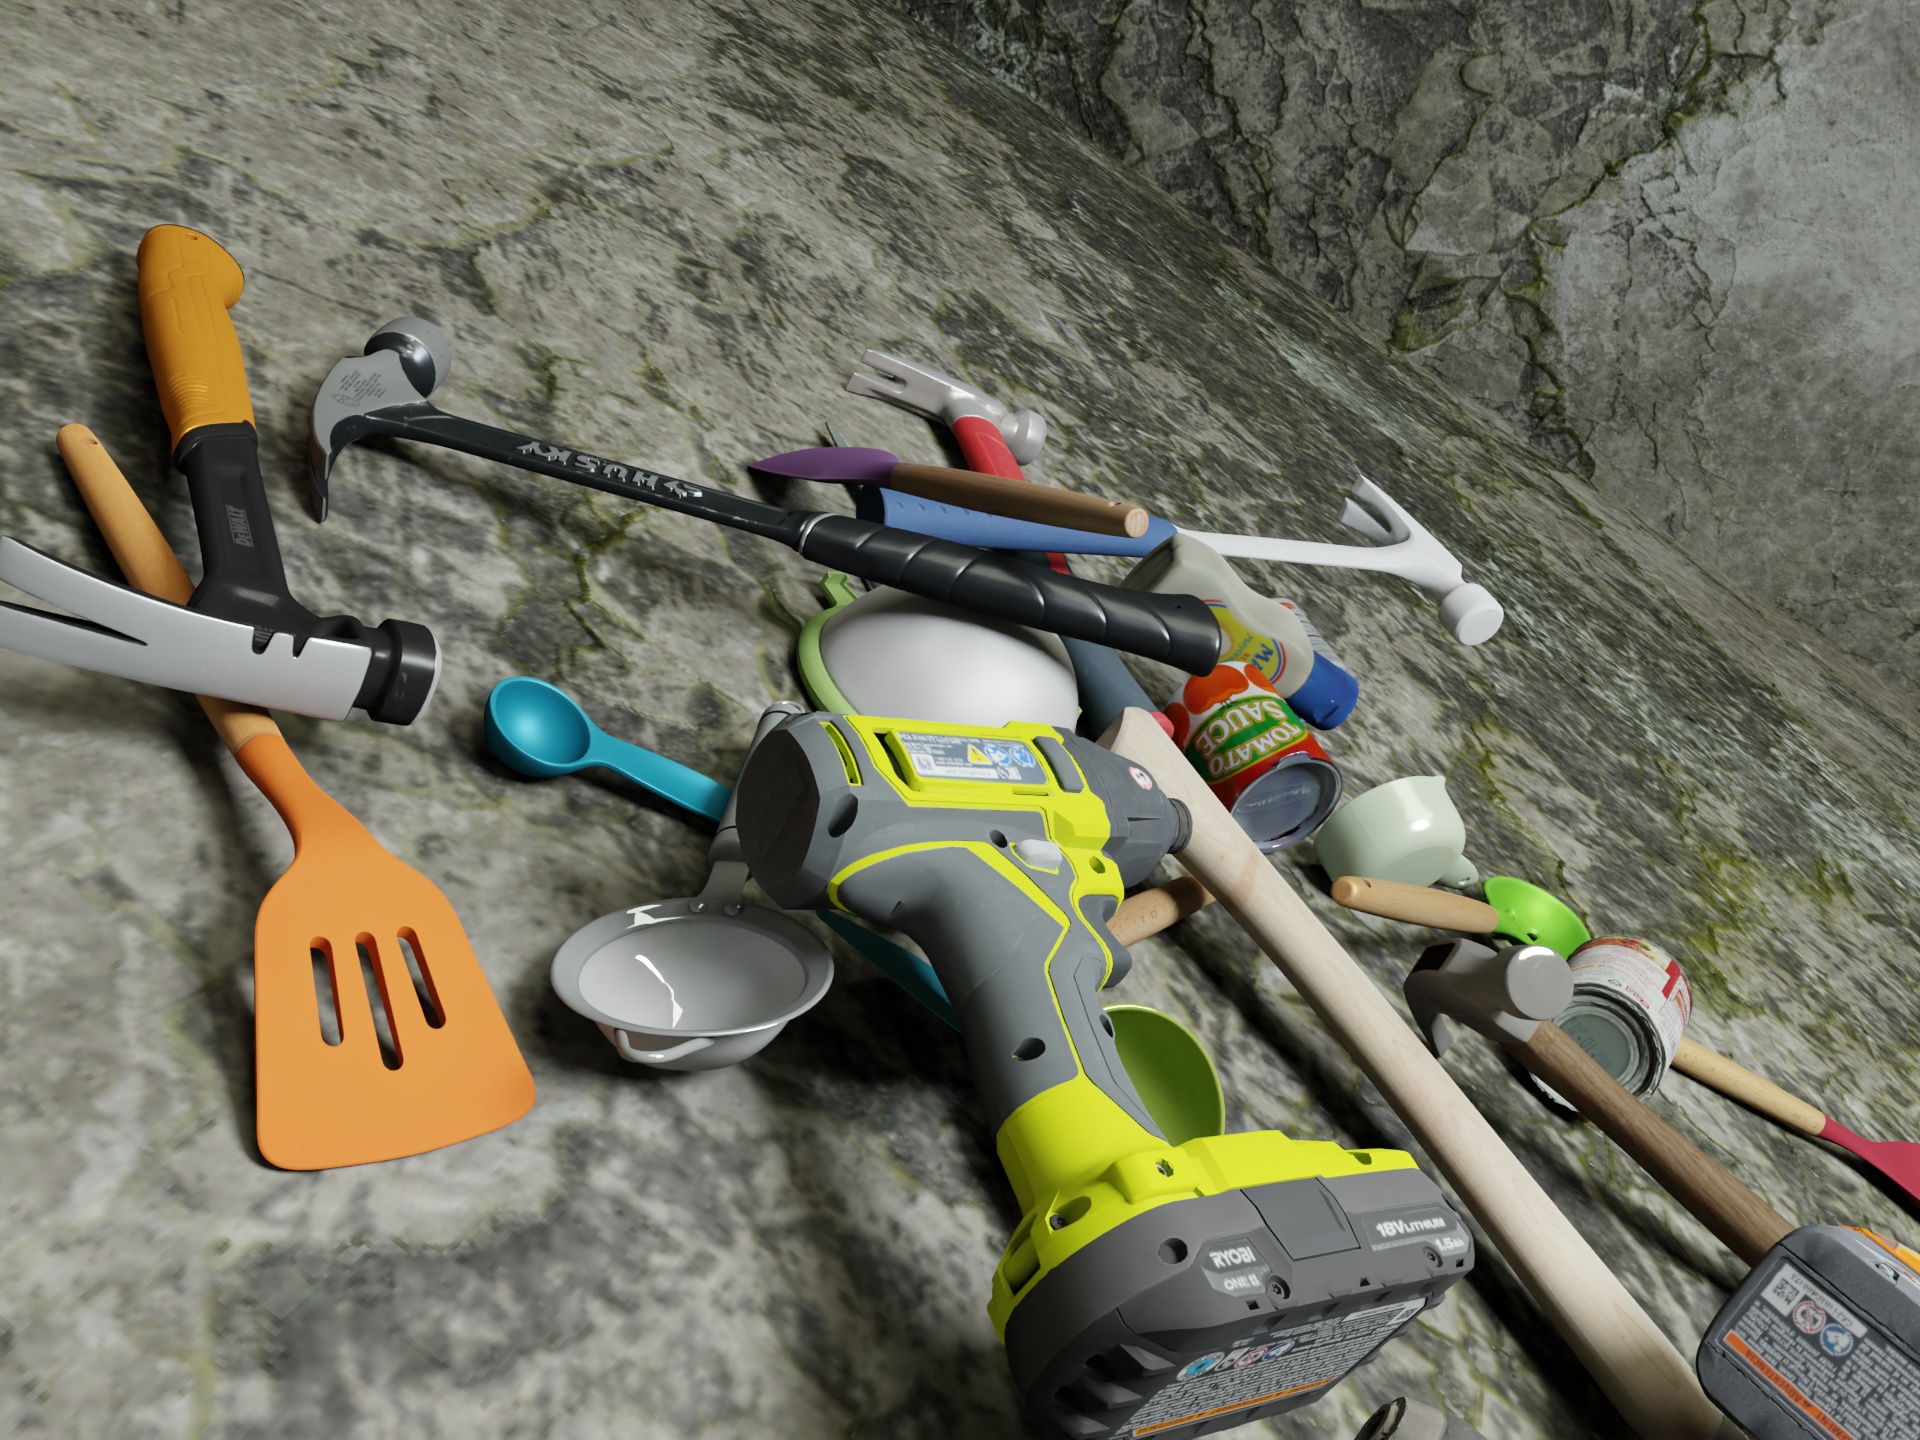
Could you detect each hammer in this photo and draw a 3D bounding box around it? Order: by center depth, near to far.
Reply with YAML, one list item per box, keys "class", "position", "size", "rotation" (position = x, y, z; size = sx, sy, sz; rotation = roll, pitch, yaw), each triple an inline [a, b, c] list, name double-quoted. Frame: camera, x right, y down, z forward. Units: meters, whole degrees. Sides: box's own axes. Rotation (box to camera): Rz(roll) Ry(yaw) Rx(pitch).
- class: "hammer"
  position: [-0.285, -0.113, 0.586]
  size: [0.127, 0.034, 0.337]
  rotation: [14, 27, -37]
- class: "hammer"
  position: [0.194, 0.152, 0.669]
  size: [0.146, 0.038, 0.411]
  rotation: [-3, 49, -51]
- class: "hammer"
  position: [-0.081, -0.086, 0.701]
  size: [0.409, 0.036, 0.149]
  rotation: [15, 32, -5]
- class: "hammer"
  position: [0.333, 0.210, 0.716]
  size: [0.331, 0.031, 0.130]
  rotation: [41, -14, -5]
- class: "hammer"
  position: [0.130, -0.108, 0.938]
  size: [0.405, 0.035, 0.144]
  rotation: [2, 40, -27]
- class: "hammer"
  position: [0.032, -0.107, 0.953]
  size: [0.143, 0.038, 0.387]
  rotation: [17, 31, -27]

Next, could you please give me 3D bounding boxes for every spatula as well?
- class: "spatula"
  position: [-0.234, 0.002, 0.503]
  size: [0.081, 0.041, 0.323]
  rotation: [-1, 39, -48]
- class: "spatula"
  position: [0.057, 0.085, 0.657]
  size: [0.082, 0.044, 0.317]
  rotation: [35, 24, 25]
- class: "spatula"
  position: [-0.013, -0.116, 0.775]
  size: [0.060, 0.018, 0.316]
  rotation: [-20, 24, -28]

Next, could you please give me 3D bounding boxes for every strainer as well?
- class: "strainer"
  position: [-0.079, 0.053, 0.555]
  size: [0.087, 0.050, 0.259]
  rotation: [5, 28, 2]
- class: "strainer"
  position: [-0.001, -0.002, 0.708]
  size: [0.151, 0.069, 0.257]
  rotation: [28, 26, -10]

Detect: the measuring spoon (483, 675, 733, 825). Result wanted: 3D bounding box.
- class: "measuring spoon"
  position: [-0.123, 0.024, 0.598]
  size: [0.128, 0.021, 0.042]
  rotation: [29, 32, -29]

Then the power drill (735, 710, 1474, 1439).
- class: "power drill"
  position: [0.045, 0.090, 0.482]
  size: [0.171, 0.080, 0.223]
  rotation: [5, 41, -37]

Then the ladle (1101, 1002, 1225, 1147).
- class: "ladle"
  position: [0.043, 0.202, 0.439]
  size: [0.078, 0.062, 0.320]
  rotation: [34, 29, -15]

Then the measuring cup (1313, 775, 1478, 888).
- class: "measuring cup"
  position: [0.256, 0.081, 0.872]
  size: [0.167, 0.083, 0.038]
  rotation: [28, 32, -46]

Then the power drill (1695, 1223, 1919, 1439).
- class: "power drill"
  position: [0.375, 0.262, 0.559]
  size: [0.226, 0.084, 0.164]
  rotation: [26, 11, -40]

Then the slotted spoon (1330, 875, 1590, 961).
- class: "slotted spoon"
  position: [0.259, 0.099, 0.818]
  size: [0.313, 0.031, 0.070]
  rotation: [15, 30, -52]

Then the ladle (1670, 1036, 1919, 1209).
- class: "ladle"
  position: [0.467, 0.218, 0.905]
  size: [0.315, 0.031, 0.069]
  rotation: [27, 25, -8]

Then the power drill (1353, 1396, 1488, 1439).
- class: "power drill"
  position: [0.162, 0.292, 0.398]
  size: [0.188, 0.080, 0.226]
  rotation: [41, 25, 13]
